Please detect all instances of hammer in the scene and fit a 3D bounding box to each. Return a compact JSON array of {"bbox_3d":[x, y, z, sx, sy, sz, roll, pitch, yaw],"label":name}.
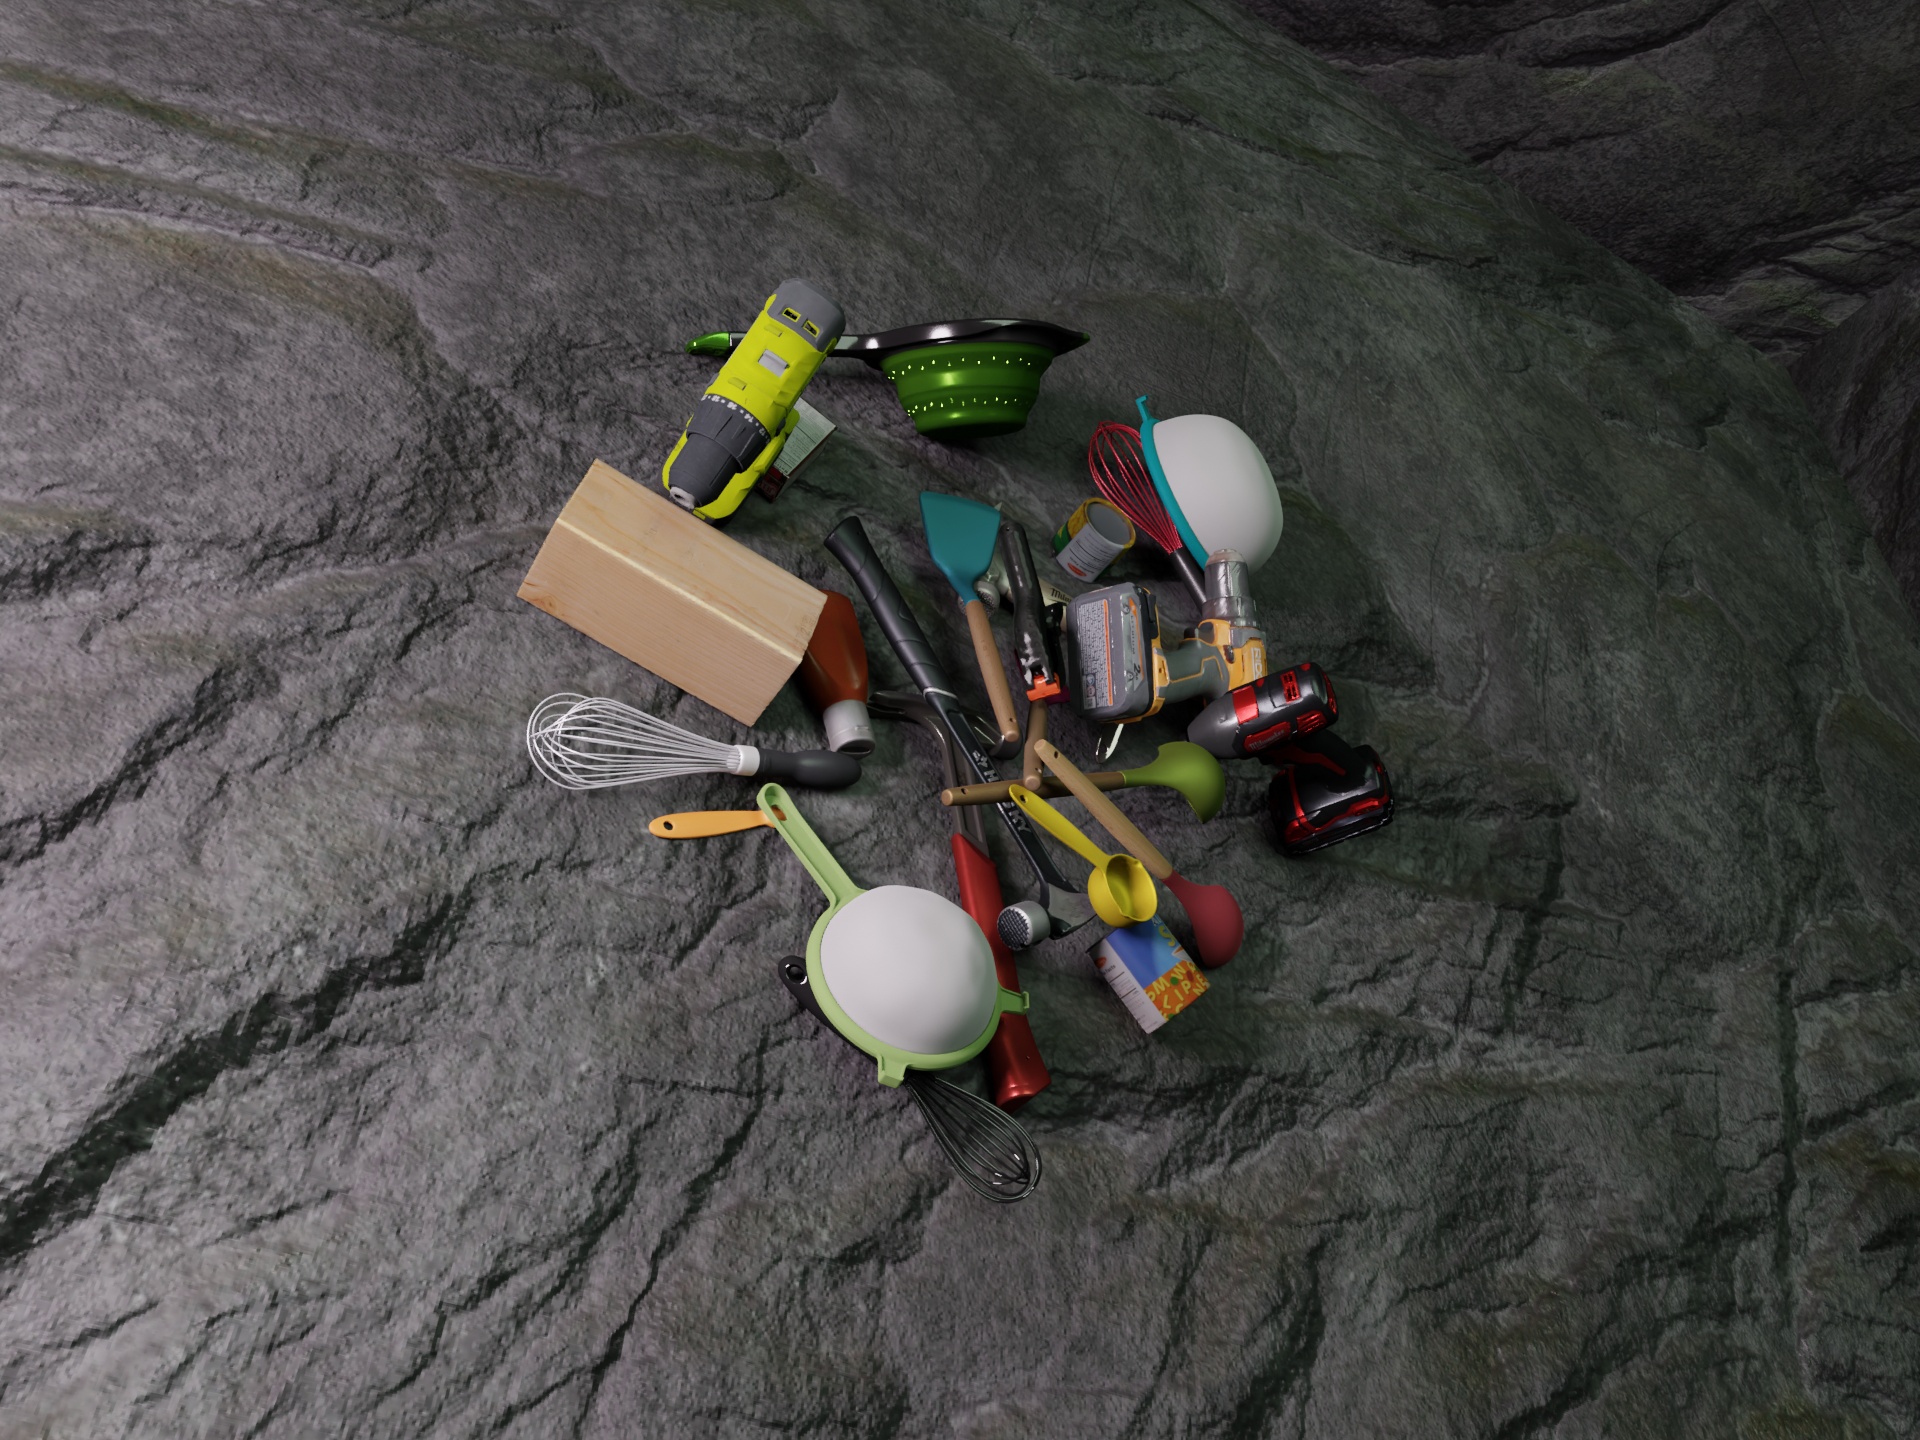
[{"bbox_3d":[-0.002,-0.004,1.310,0.149,0.036,0.409,-10,63,-47],"label":"hammer"},{"bbox_3d":[0.008,0.134,1.255,0.149,0.036,0.359,14,48,-29],"label":"hammer"},{"bbox_3d":[0.182,-0.070,1.566,0.410,0.038,0.146,28,41,-17],"label":"hammer"}]

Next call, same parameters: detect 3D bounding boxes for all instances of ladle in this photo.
[{"bbox_3d":[0.104,0.058,1.299,0.320,0.062,0.078,-3,55,-41],"label":"ladle"},{"bbox_3d":[0.153,0.109,1.299,0.315,0.031,0.069,44,57,-34],"label":"ladle"}]

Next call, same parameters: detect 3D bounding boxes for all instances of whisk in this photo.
[{"bbox_3d":[-0.189,0.028,1.180,0.284,0.070,0.070,9,51,-40],"label":"whisk"},{"bbox_3d":[-0.039,0.249,1.117,0.239,0.055,0.055,41,41,6],"label":"whisk"},{"bbox_3d":[0.220,-0.195,1.689,0.073,0.073,0.296,-17,73,-45],"label":"whisk"}]

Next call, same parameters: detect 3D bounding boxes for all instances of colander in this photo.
[{"bbox_3d":[-0.067,-0.325,1.544,0.397,0.204,0.094,-4,93,-22],"label":"colander"}]

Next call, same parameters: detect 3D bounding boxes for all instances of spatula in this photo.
[{"bbox_3d":[0.018,-0.093,1.376,0.082,0.044,0.318,11,35,-20],"label":"spatula"}]

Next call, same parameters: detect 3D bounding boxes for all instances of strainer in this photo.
[{"bbox_3d":[0.293,-0.197,1.655,0.210,0.095,0.341,38,31,-45],"label":"strainer"},{"bbox_3d":[-0.060,0.128,1.141,0.151,0.069,0.256,-19,62,-44],"label":"strainer"}]

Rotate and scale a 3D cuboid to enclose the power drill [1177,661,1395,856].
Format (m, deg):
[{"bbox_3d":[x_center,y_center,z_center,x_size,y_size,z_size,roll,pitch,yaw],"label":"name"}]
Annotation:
[{"bbox_3d":[0.300,0.036,1.453,0.219,0.143,0.079,42,33,-45],"label":"power drill"}]

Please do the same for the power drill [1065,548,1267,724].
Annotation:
[{"bbox_3d":[0.201,-0.077,1.471,0.226,0.084,0.185,5,80,-41],"label":"power drill"}]

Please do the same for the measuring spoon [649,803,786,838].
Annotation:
[{"bbox_3d":[-0.177,0.073,1.178,0.117,0.011,0.021,-3,58,-40],"label":"measuring spoon"}]

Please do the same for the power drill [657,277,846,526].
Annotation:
[{"bbox_3d":[-0.180,-0.233,1.269,0.080,0.228,0.190,33,76,-10],"label":"power drill"}]

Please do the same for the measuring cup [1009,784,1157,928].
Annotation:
[{"bbox_3d":[0.089,0.105,1.237,0.156,0.029,0.062,40,41,-14],"label":"measuring cup"}]

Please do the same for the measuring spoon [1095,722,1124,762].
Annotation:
[{"bbox_3d":[0.146,-0.014,1.480,0.034,0.018,0.124,36,65,-28],"label":"measuring spoon"}]

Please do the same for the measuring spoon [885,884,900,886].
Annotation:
[{"bbox_3d":[-0.033,0.185,1.199,0.042,0.021,0.129,-20,79,-42],"label":"measuring spoon"}]

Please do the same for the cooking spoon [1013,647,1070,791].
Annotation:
[{"bbox_3d":[0.065,-0.003,1.345,0.068,0.017,0.319,38,17,-9],"label":"cooking spoon"}]
